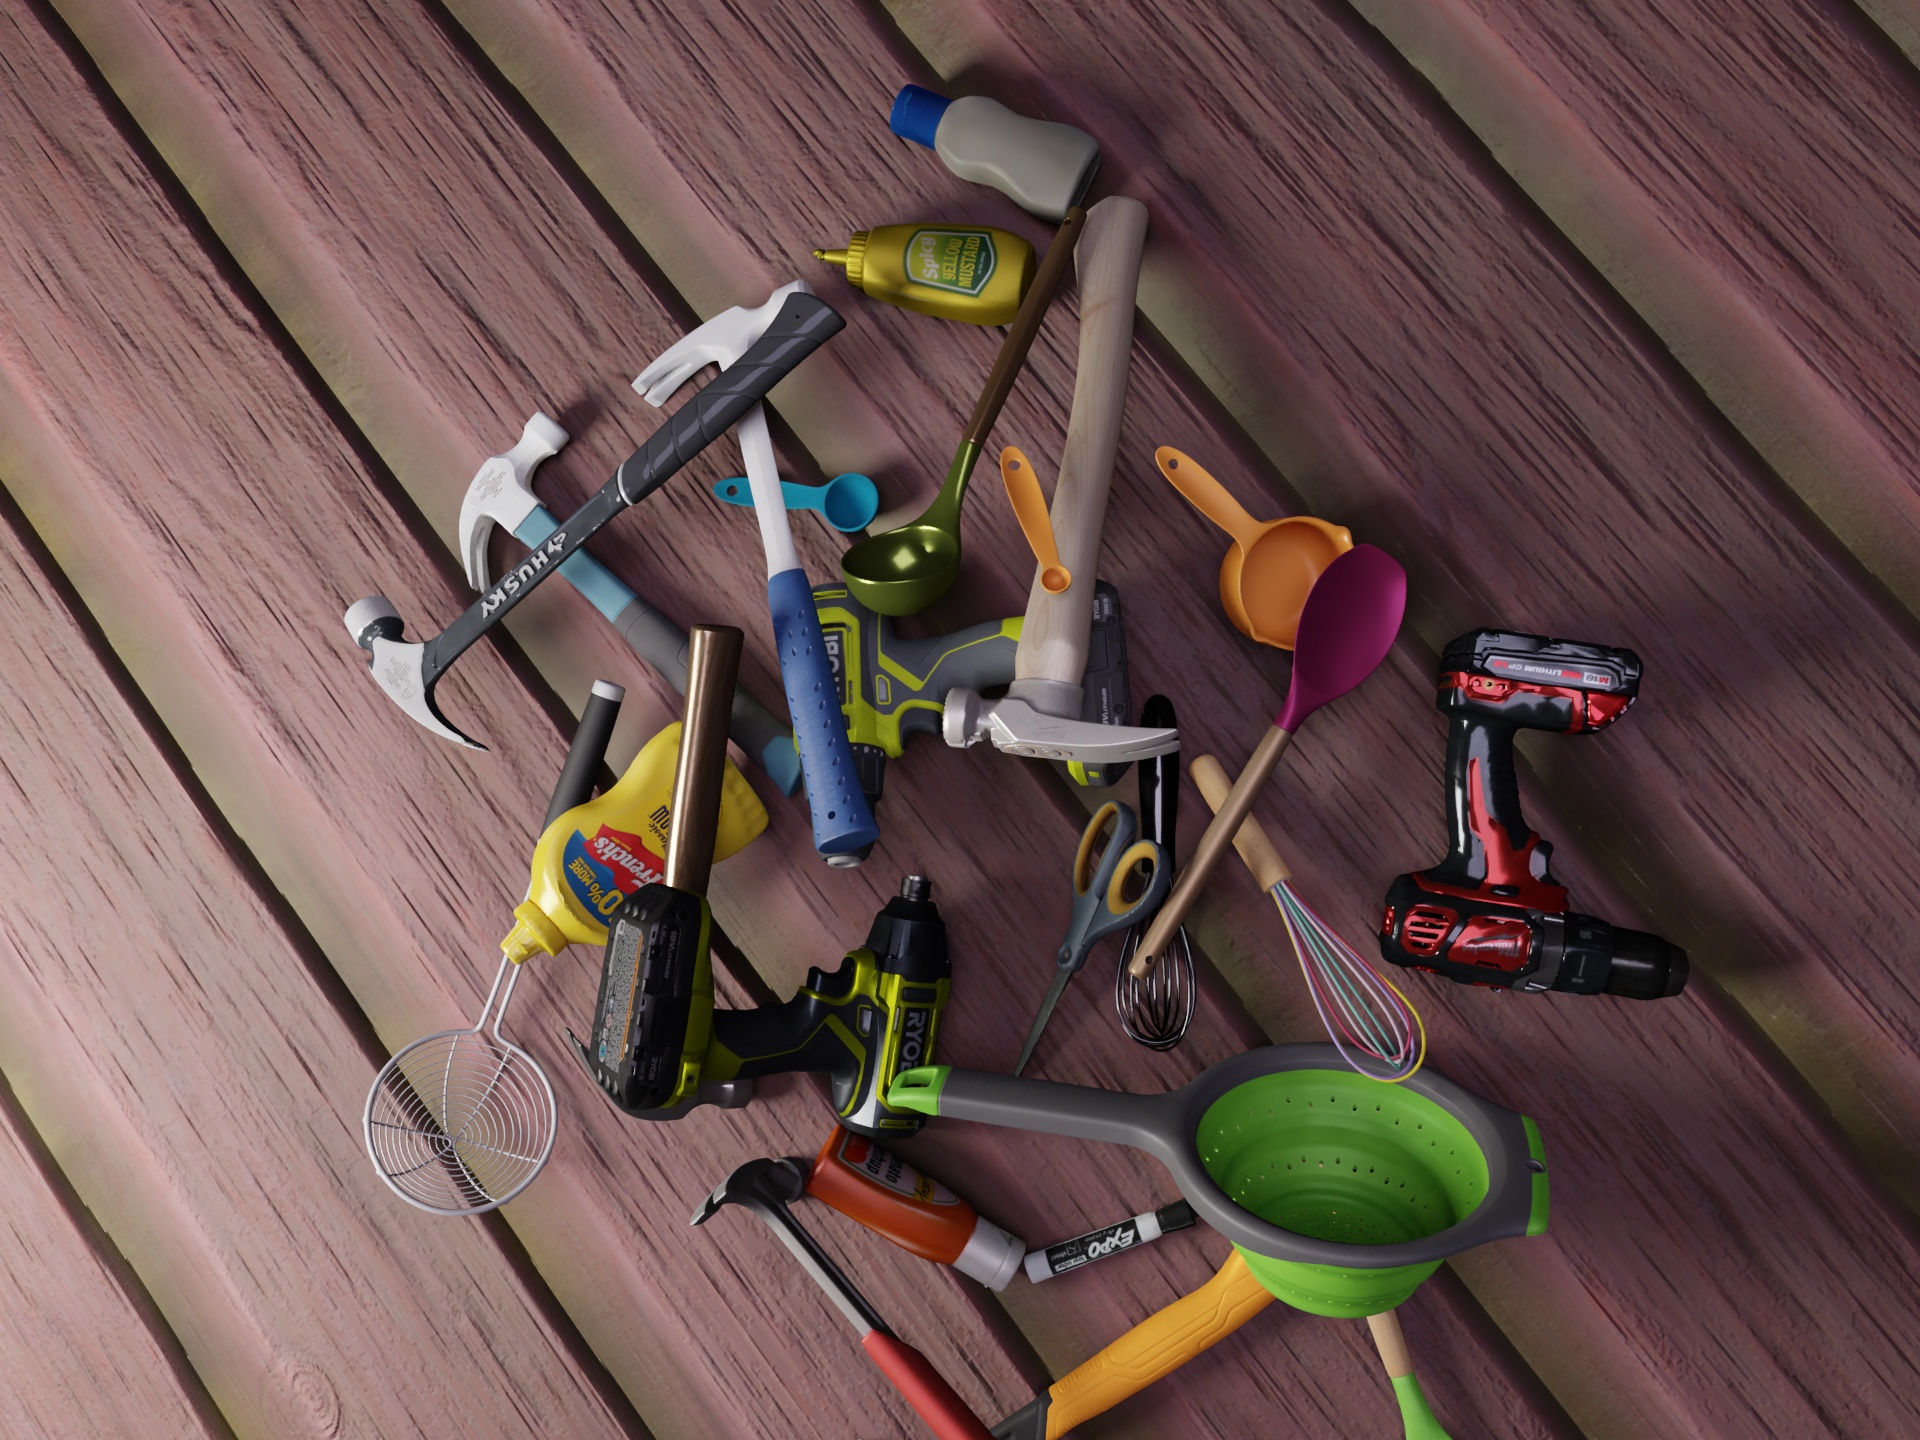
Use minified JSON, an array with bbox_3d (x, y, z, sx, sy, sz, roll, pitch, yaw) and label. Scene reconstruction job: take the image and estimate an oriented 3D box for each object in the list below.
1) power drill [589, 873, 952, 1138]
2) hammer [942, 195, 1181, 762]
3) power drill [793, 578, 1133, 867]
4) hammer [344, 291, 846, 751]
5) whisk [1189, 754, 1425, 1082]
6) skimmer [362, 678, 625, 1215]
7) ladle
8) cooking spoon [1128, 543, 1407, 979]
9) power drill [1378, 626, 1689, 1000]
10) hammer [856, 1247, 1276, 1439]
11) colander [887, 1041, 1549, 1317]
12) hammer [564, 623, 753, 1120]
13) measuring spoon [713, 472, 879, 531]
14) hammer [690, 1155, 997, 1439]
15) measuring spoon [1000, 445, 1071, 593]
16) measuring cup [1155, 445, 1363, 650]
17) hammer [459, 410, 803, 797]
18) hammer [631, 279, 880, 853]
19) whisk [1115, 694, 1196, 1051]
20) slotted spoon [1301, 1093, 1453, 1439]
[{"bbox_3d":[-0.112,0.176,1.023,0.223,0.080,0.171,10,87,-31],"label":"power drill"},{"bbox_3d":[0.093,-0.169,1.045,0.146,0.038,0.411,5,69,13],"label":"hammer"},{"bbox_3d":[-0.002,-0.003,1.066,0.228,0.080,0.191,-6,73,8],"label":"power drill"},{"bbox_3d":[-0.240,-0.146,1.087,0.409,0.036,0.149,-40,67,5],"label":"hammer"},{"bbox_3d":[0.222,0.123,1.033,0.047,0.051,0.245,-42,65,26],"label":"whisk"},{"bbox_3d":[-0.295,0.149,1.081,0.127,0.090,0.363,19,91,-16],"label":"skimmer"},{"bbox_3d":[0.012,-0.212,1.055,0.078,0.062,0.320,17,77,33],"label":"ladle"},{"bbox_3d":[0.194,0.028,1.027,0.068,0.017,0.319,32,87,-14],"label":"cooking spoon"},{"bbox_3d":[0.379,0.065,1.018,0.188,0.080,0.227,10,88,9],"label":"power drill"},{"bbox_3d":[0.079,0.450,1.038,0.337,0.034,0.127,-35,80,3],"label":"hammer"},{"bbox_3d":[0.148,0.283,0.983,0.397,0.204,0.094,5,114,14],"label":"colander"},{"bbox_3d":[-0.182,0.101,1.042,0.130,0.031,0.331,3,98,-35],"label":"hammer"},{"bbox_3d":[-0.116,-0.159,1.140,0.128,0.021,0.042,8,86,18],"label":"measuring spoon"},{"bbox_3d":[-0.023,0.418,0.985,0.036,0.149,0.359,-45,77,3],"label":"hammer"},{"bbox_3d":[0.047,-0.127,1.013,0.021,0.011,0.117,-17,63,-1],"label":"measuring spoon"},{"bbox_3d":[0.185,-0.118,1.048,0.173,0.052,0.095,41,86,-11],"label":"measuring cup"},{"bbox_3d":[-0.227,-0.070,1.134,0.331,0.033,0.128,42,90,10],"label":"hammer"},{"bbox_3d":[-0.124,-0.104,1.070,0.144,0.035,0.406,-21,68,15],"label":"hammer"},{"bbox_3d":[0.131,0.100,1.065,0.055,0.055,0.239,0,79,8],"label":"whisk"},{"bbox_3d":[0.276,0.393,1.022,0.070,0.031,0.314,-19,80,5],"label":"slotted spoon"}]
